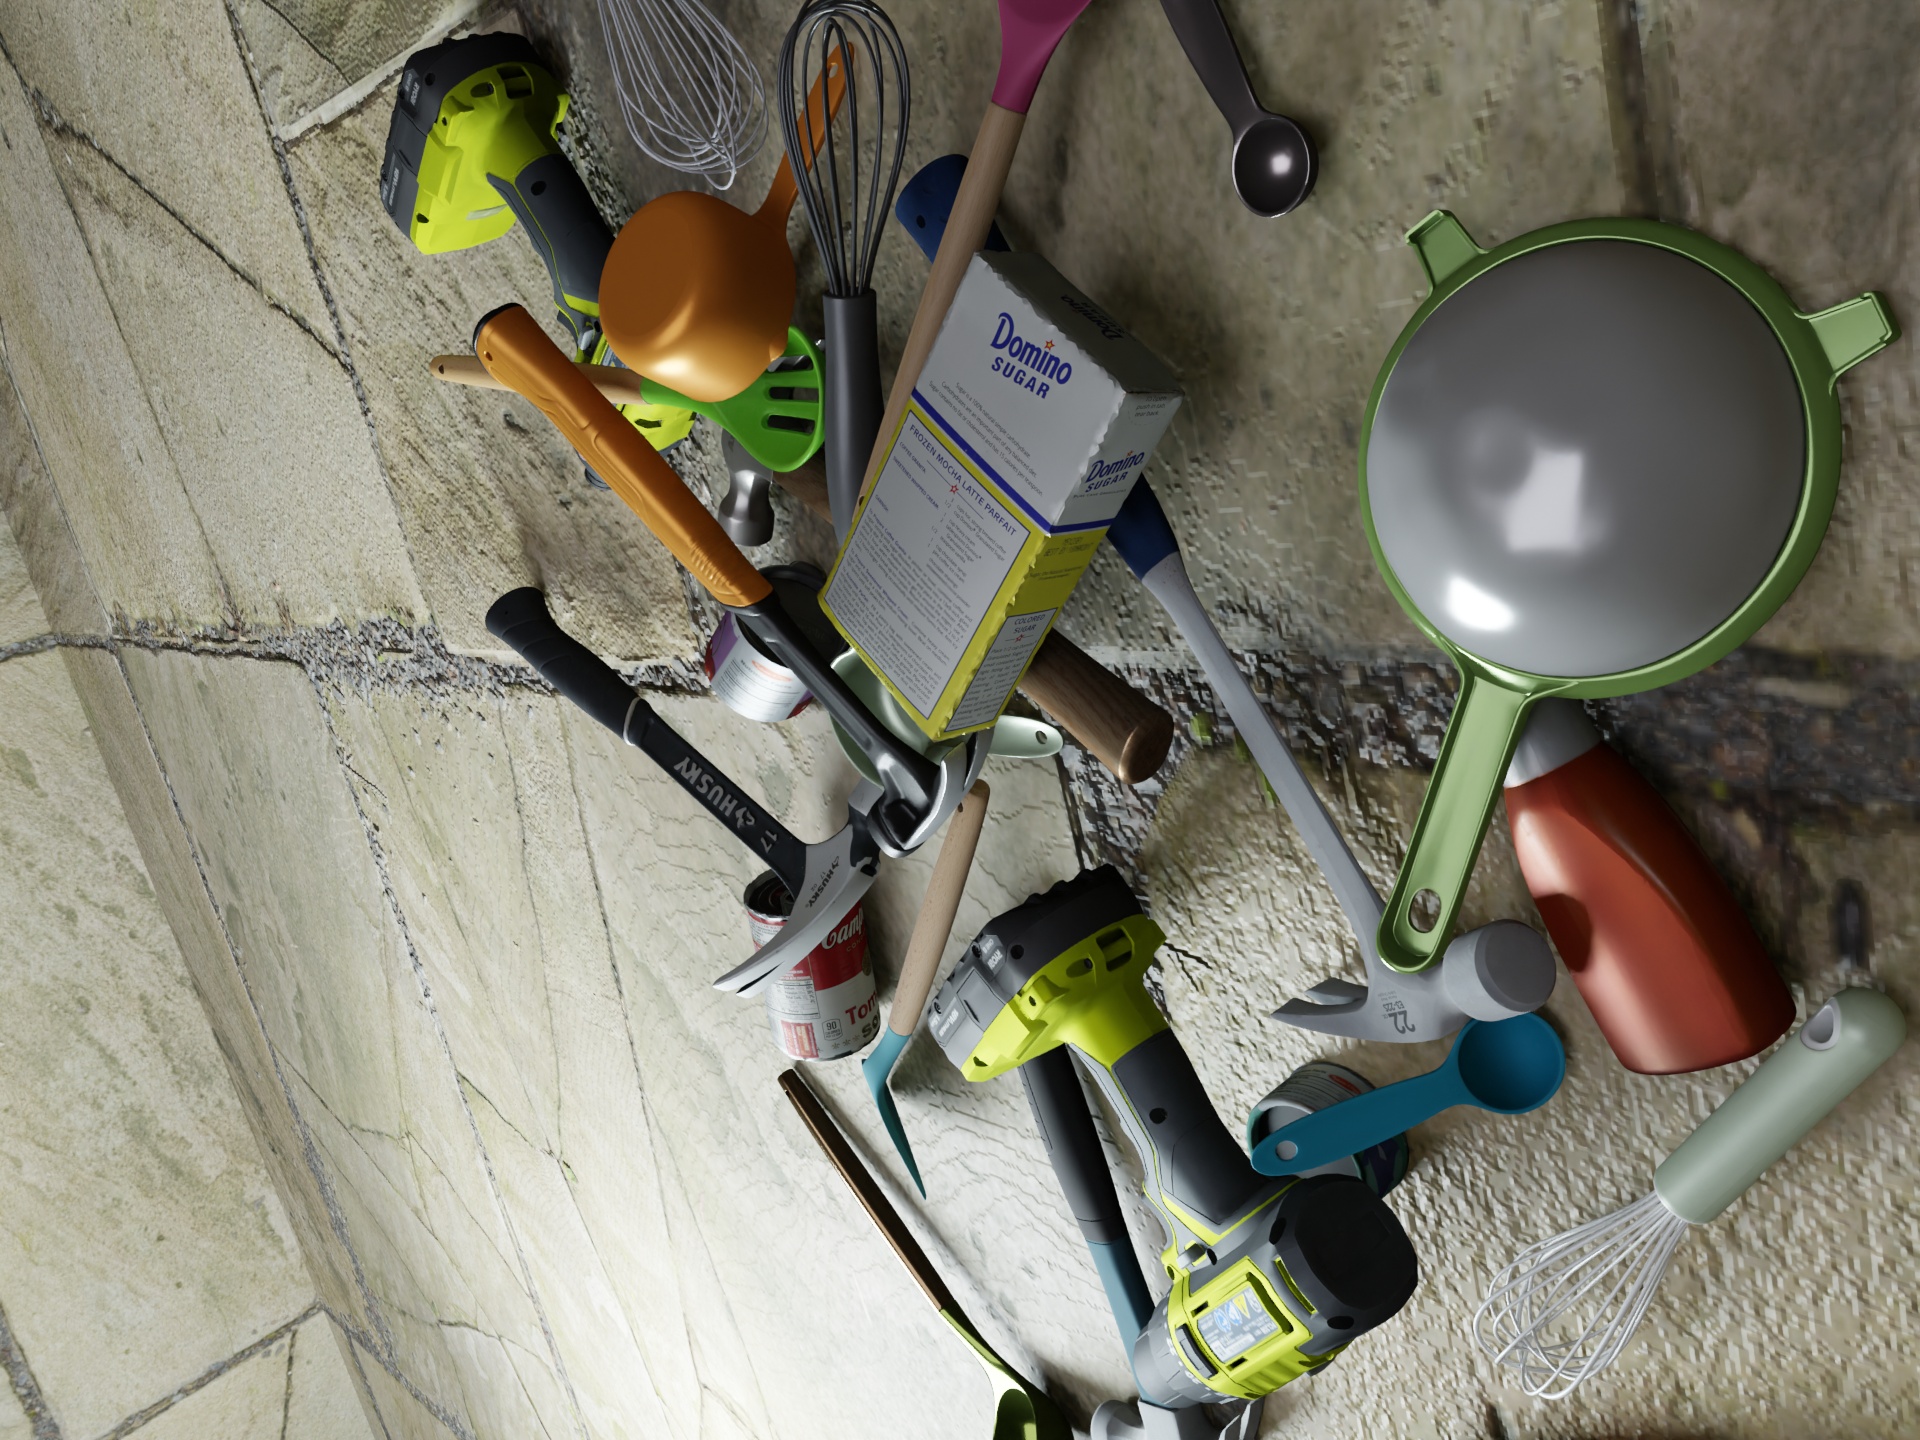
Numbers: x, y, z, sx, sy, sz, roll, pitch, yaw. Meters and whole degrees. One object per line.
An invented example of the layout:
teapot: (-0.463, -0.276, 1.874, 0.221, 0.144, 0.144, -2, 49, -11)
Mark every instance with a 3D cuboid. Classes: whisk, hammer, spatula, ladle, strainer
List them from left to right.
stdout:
whisk: (-0.171, -0.379, 0.764, 0.070, 0.070, 0.285, -40, 75, 52)
hammer: (-0.192, 0.014, 0.980, 0.409, 0.036, 0.149, 34, 91, 40)
hammer: (-0.118, -0.080, 0.768, 0.337, 0.034, 0.127, 47, 152, 7)
whisk: (-0.046, -0.180, 0.673, 0.055, 0.055, 0.238, 25, 126, 40)
ladle: (-0.034, 0.360, 1.020, 0.320, 0.062, 0.078, 51, 138, 21)
hammer: (-0.020, -0.076, 0.739, 0.332, 0.031, 0.130, 42, 134, 38)
spatula: (-0.017, 0.148, 0.873, 0.082, 0.044, 0.317, -115, 31, -42)
hammer: (0.073, 0.264, 0.858, 0.128, 0.033, 0.331, -10, 102, 52)
hammer: (0.084, -0.051, 0.651, 0.405, 0.035, 0.144, 60, 154, 9)
strainer: (0.166, -0.030, 0.501, 0.152, 0.069, 0.256, 27, 113, 36)
whisk: (0.263, 0.179, 0.584, 0.059, 0.058, 0.246, 20, 130, -1)

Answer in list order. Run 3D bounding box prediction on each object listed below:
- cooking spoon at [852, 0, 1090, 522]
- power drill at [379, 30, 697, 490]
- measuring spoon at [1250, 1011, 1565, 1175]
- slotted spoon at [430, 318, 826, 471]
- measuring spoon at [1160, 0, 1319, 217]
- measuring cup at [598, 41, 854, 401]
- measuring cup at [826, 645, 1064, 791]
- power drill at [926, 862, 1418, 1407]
cooking spoon: (0.010, -0.214, 0.622, 0.069, 0.017, 0.318, 38, 122, 28)
power drill: (-0.224, -0.247, 0.880, 0.223, 0.080, 0.171, 53, 140, 9)
measuring spoon: (0.174, 0.149, 0.629, 0.128, 0.021, 0.042, -25, 90, 10)
slotted spoon: (-0.174, -0.173, 0.808, 0.314, 0.031, 0.070, 13, 110, 37)
measuring spoon: (0.096, -0.236, 0.566, 0.034, 0.018, 0.124, -34, 77, 52)
measuring cup: (-0.103, -0.229, 0.709, 0.095, 0.052, 0.173, 40, 109, 36)
measuring cup: (-0.001, -0.003, 0.790, 0.168, 0.038, 0.083, 6, 115, 46)
power drill: (0.083, 0.199, 0.727, 0.229, 0.080, 0.190, 55, 144, 21)
